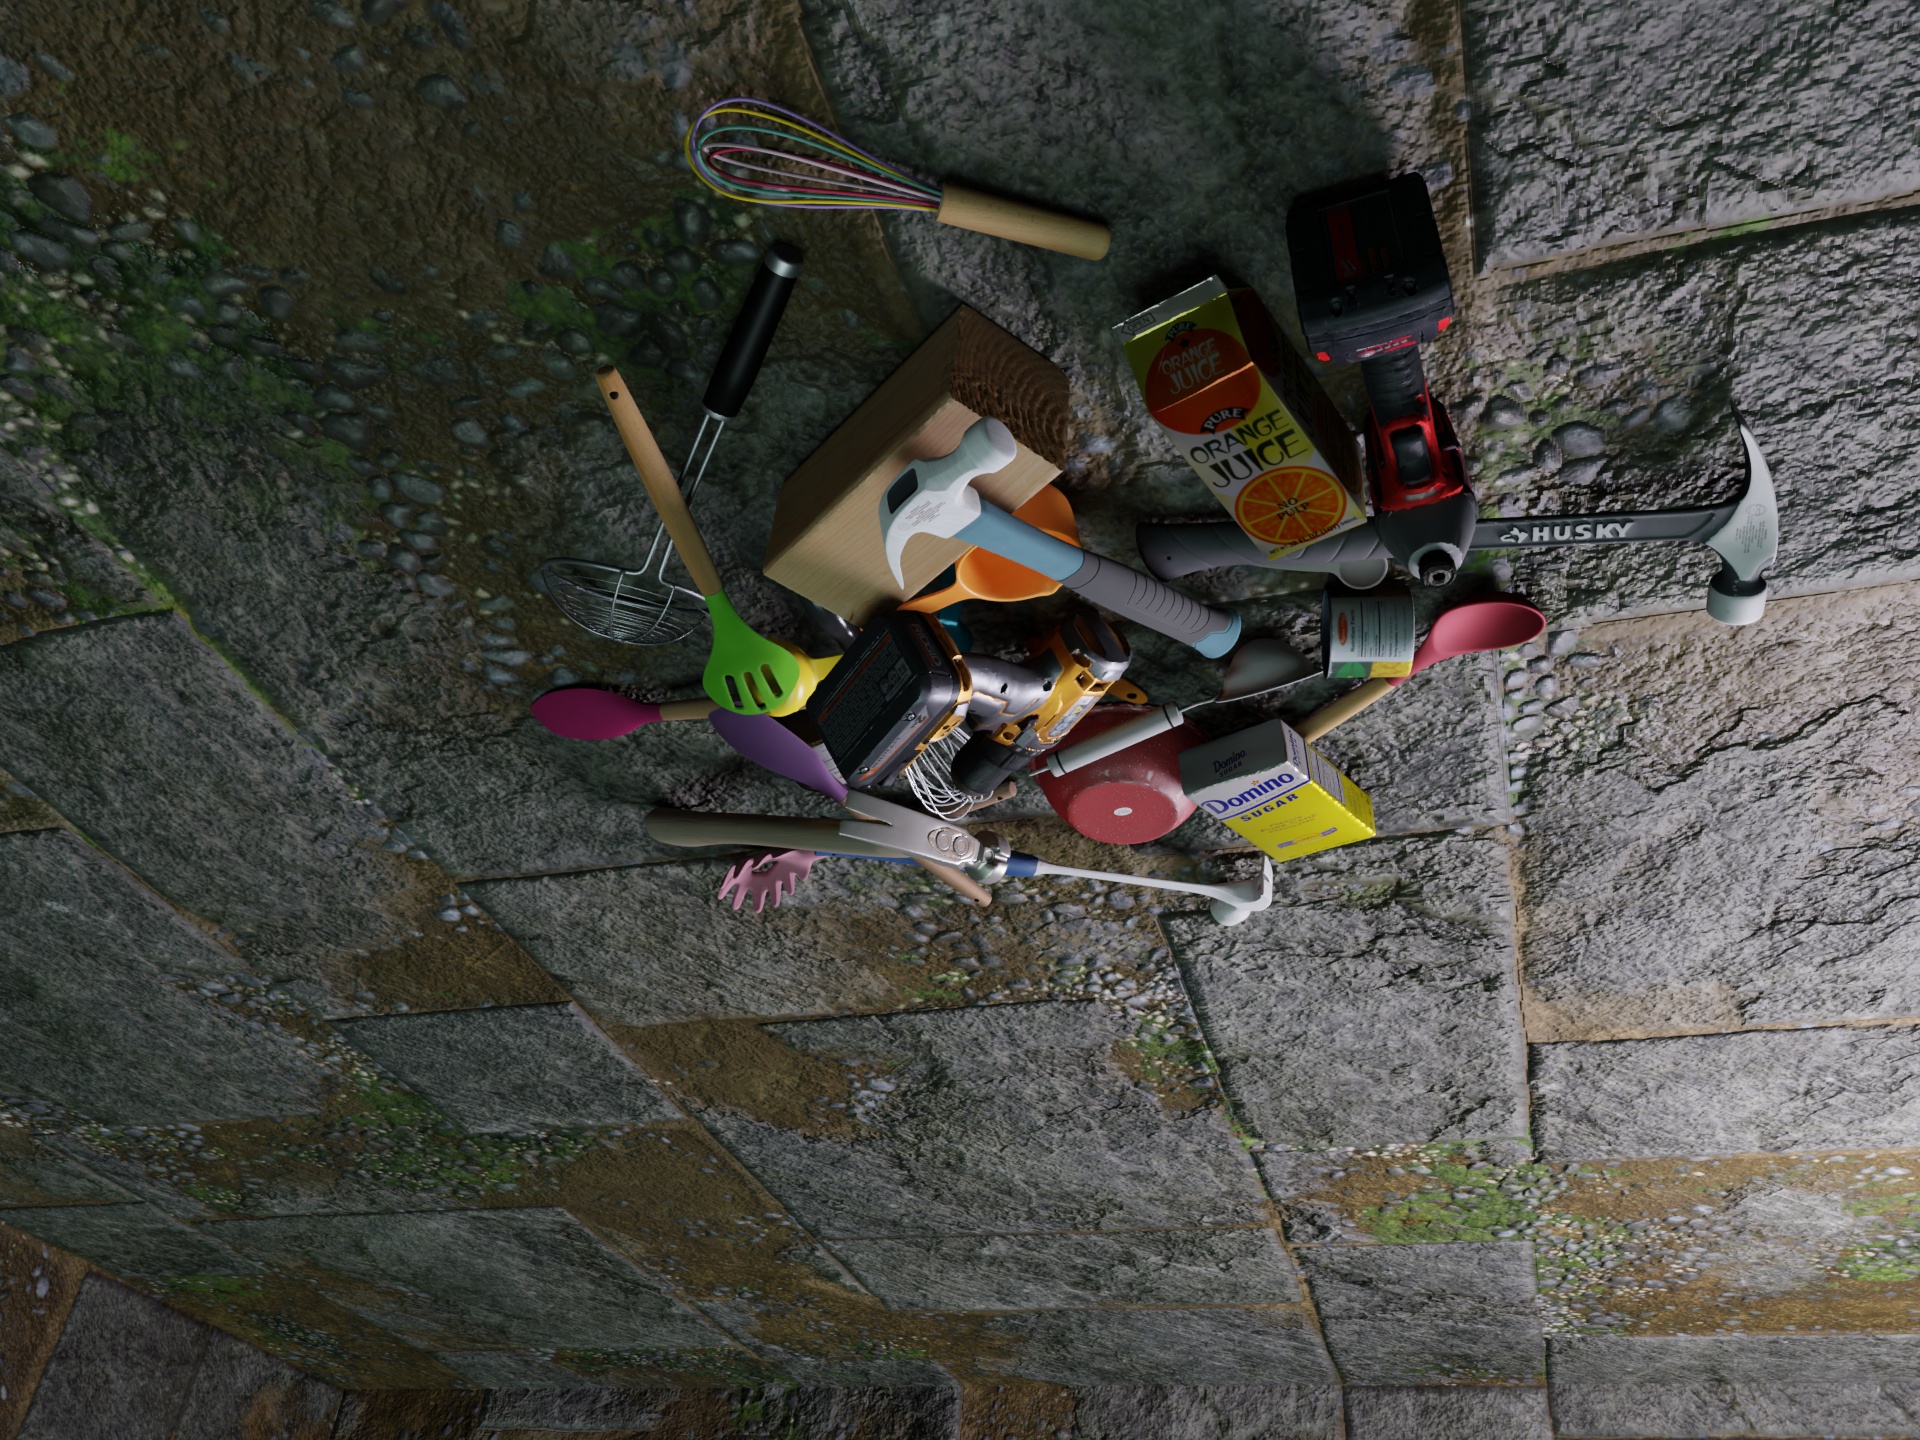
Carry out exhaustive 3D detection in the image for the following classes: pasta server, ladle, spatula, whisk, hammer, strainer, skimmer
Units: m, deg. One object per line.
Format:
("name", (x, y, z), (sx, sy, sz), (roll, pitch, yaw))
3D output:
("pasta server", (-0.087, 0.110, 1.432), (0.316, 0.040, 0.060), (-19, 138, 27))
("ladle", (0.312, -0.019, 1.222), (0.069, 0.031, 0.315), (23, 141, -25))
("spatula", (-0.080, 0.073, 1.286), (0.060, 0.018, 0.315), (-21, 134, 38))
("whisk", (-0.034, -0.294, 0.895), (0.245, 0.047, 0.051), (11, 141, -12))
("hammer", (0.079, -0.097, 1.027), (0.128, 0.033, 0.330), (-31, 147, 34))
("hammer", (0.077, 0.126, 1.388), (0.405, 0.035, 0.144), (8, 161, -7))
("hammer", (-0.148, 0.087, 1.276), (0.146, 0.038, 0.411), (21, 165, -38))
("hammer", (0.321, -0.126, 1.056), (0.409, 0.036, 0.149), (-1, 126, 13))
("strainer", (0.167, -0.010, 1.202), (0.258, 0.087, 0.050), (-24, 92, 12))
("skimmer", (-0.184, -0.179, 1.073), (0.127, 0.090, 0.363), (15, 132, -21))
("whisk", (-0.053, -0.021, 1.247), (0.070, 0.070, 0.284), (-14, 133, 24))

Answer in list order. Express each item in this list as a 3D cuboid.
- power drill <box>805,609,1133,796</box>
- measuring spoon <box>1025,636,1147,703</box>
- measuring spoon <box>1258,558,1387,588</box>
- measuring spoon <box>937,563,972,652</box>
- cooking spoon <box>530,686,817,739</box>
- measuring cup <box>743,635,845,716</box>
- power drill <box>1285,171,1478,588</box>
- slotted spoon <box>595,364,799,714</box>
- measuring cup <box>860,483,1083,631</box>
("power drill", (-0.002, -0.004, 1.154), (0.226, 0.084, 0.185), (-3, 145, -46))
("measuring spoon", (0.099, -0.036, 1.238), (0.116, 0.011, 0.021), (26, 138, -24))
("measuring spoon", (0.236, -0.117, 1.116), (0.124, 0.018, 0.034), (9, 125, 6))
("measuring spoon", (-0.008, -0.080, 1.184), (0.042, 0.021, 0.128), (7, 144, -2))
("cooking spoon", (-0.217, -0.009, 1.277), (0.319, 0.017, 0.068), (-5, 142, 28))
("measuring cup", (-0.098, -0.035, 1.177), (0.156, 0.029, 0.062), (-6, 109, 30))
("power drill", (0.253, -0.186, 0.918), (0.078, 0.143, 0.219), (-12, 137, 18))
("slotted spoon", (-0.178, -0.106, 1.066), (0.070, 0.031, 0.313), (-18, 135, 1))
("measuring cup", (0.001, -0.112, 1.101), (0.173, 0.052, 0.095), (-21, 151, 24))
